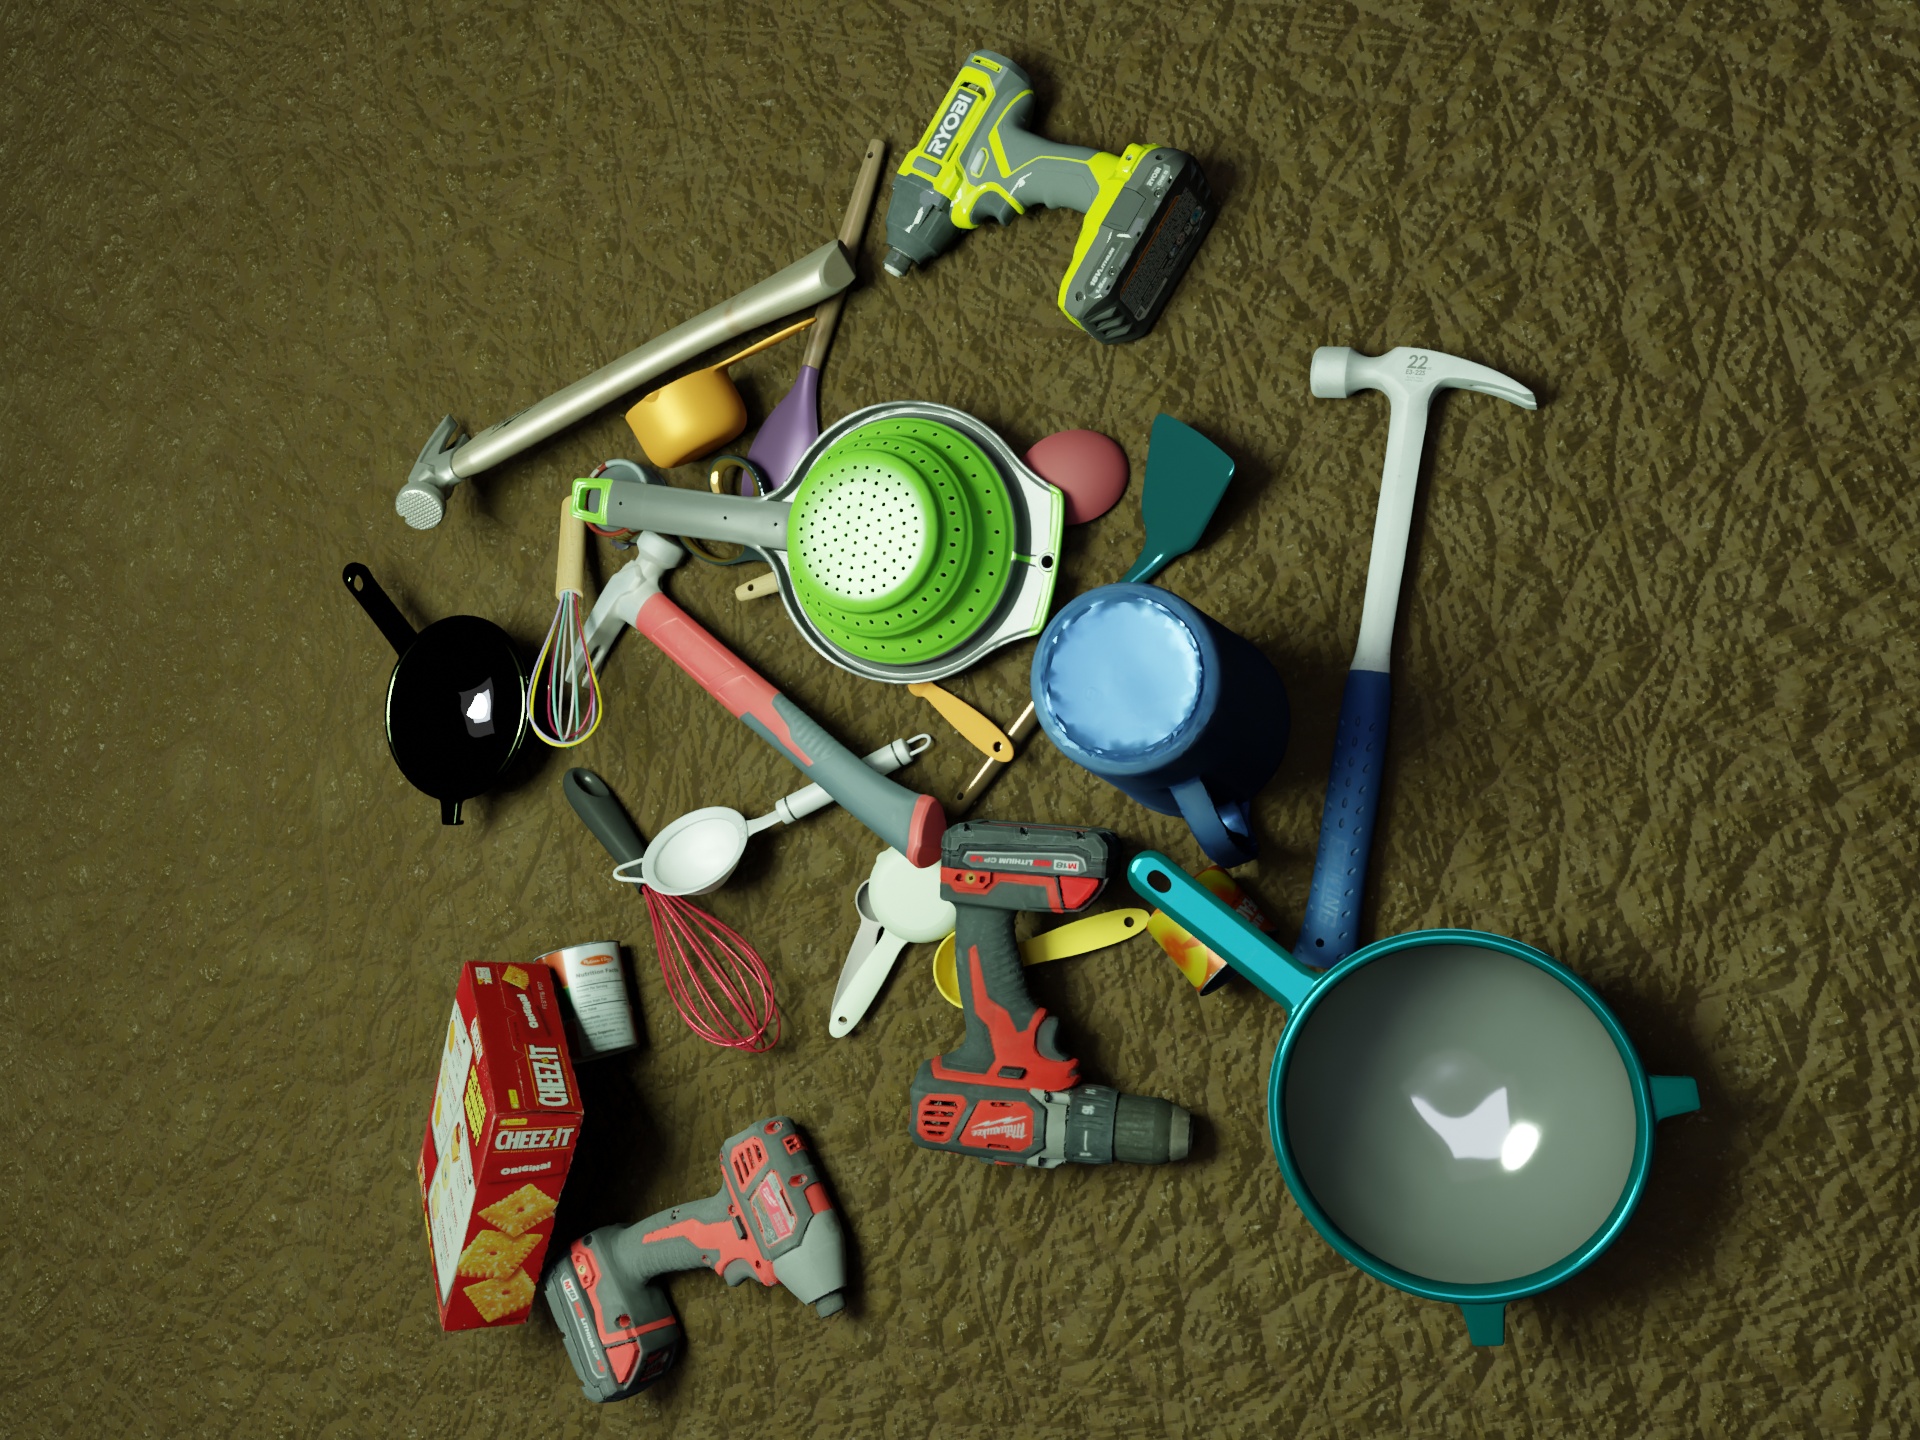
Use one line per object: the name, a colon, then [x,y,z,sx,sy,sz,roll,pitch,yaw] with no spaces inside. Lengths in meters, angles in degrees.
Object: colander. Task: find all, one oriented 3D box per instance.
colander: [-0.129,-0.141,1.139,0.397,0.094,0.204,10,94,20]

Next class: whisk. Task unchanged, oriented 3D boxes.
whisk: [-0.227,0.139,1.218,0.073,0.073,0.296,-48,62,12]
whisk: [-0.306,-0.081,1.258,0.047,0.051,0.245,-17,55,16]

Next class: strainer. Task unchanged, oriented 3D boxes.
strainer: [0.245,0.189,0.962,0.340,0.095,0.211,38,98,17]
strainer: [-0.135,0.073,1.182,0.258,0.050,0.087,-27,39,8]
strainer: [-0.428,-0.043,1.326,0.257,0.069,0.151,46,105,23]

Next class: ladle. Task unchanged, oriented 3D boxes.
ladle: [-0.029,-0.141,1.169,0.315,0.031,0.069,-17,79,19]

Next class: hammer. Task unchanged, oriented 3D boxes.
hammer: [0.271,-0.041,1.024,0.144,0.035,0.405,8,87,25]
hammer: [-0.155,0.003,1.181,0.387,0.038,0.143,38,100,33]
hammer: [-0.267,-0.281,1.272,0.410,0.038,0.146,-23,34,16]

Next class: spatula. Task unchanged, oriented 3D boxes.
spatula: [0.081,-0.061,1.110,0.317,0.044,0.082,-54,51,11]
spatula: [-0.111,-0.301,1.243,0.060,0.018,0.316,18,92,24]

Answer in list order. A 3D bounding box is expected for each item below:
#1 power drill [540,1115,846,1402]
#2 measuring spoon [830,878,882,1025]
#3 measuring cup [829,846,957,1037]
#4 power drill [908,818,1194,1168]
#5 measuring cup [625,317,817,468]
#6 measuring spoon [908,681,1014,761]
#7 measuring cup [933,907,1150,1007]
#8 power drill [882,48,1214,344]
power drill: [-0.184,0.399,1.156,0.219,0.078,0.143,-34,71,14]
measuring spoon: [-0.072,0.173,1.167,0.034,0.018,0.124,19,98,10]
measuring cup: [-0.051,0.158,1.131,0.083,0.038,0.167,32,95,8]
power drill: [0.065,0.184,1.051,0.188,0.080,0.227,4,90,12]
measuring cup: [-0.174,-0.250,1.227,0.173,0.095,0.052,-24,96,19]
measuring spoon: [-0.002,-0.004,1.143,0.117,0.011,0.021,39,105,37]
measuring cup: [0.058,0.158,1.107,0.156,0.029,0.062,-18,82,9]
power drill: [0.053,-0.368,1.148,0.223,0.080,0.171,34,97,28]
